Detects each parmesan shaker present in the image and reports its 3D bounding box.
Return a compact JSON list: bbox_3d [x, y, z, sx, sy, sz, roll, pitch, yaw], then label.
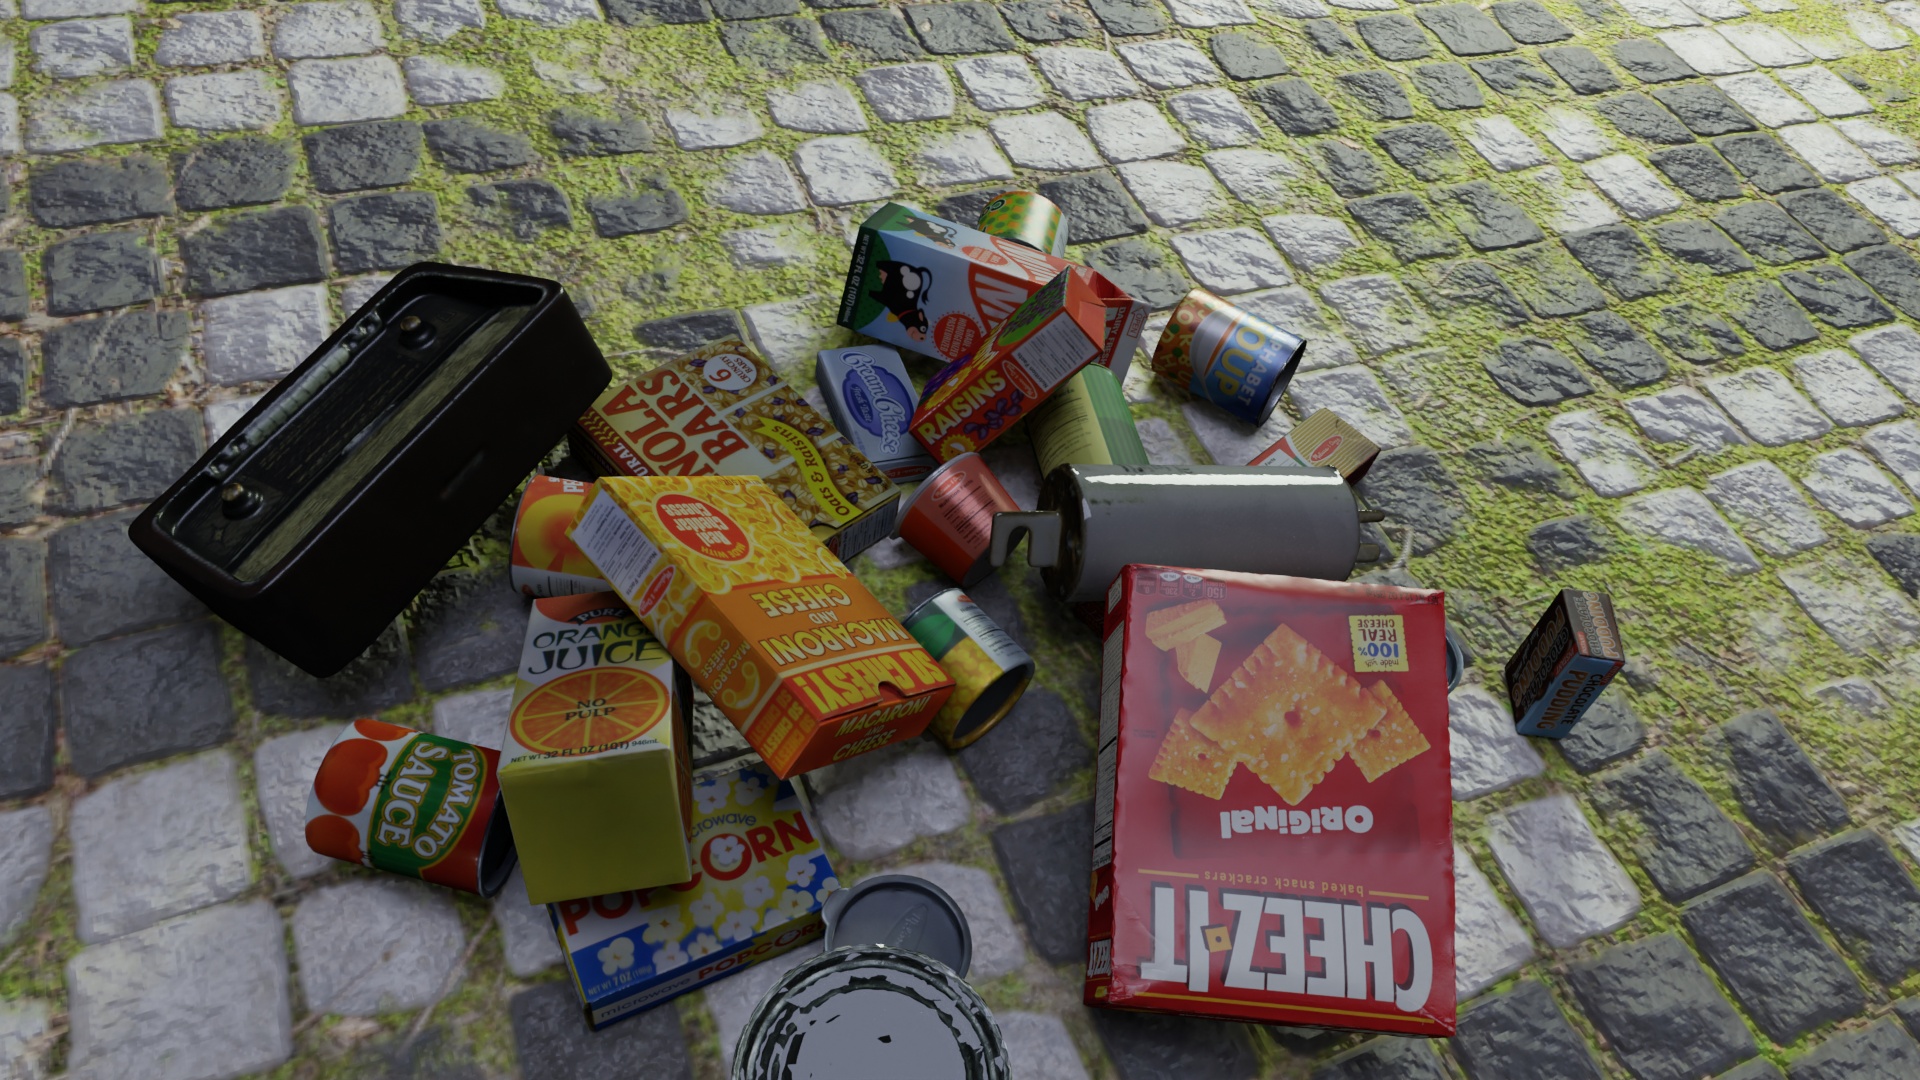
[{"bbox_3d":[0.078,-0.050,0.855,0.071,0.071,0.103,-2,48,-13],"label":"parmesan shaker"}]

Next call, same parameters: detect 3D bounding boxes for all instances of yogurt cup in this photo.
[{"bbox_3d":[0.003,-0.010,0.812,0.073,0.072,0.054,-35,73,-32],"label":"yogurt cup"}]

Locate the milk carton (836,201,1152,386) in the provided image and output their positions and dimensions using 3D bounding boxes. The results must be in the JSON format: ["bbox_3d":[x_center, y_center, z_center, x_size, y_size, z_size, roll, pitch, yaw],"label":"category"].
[{"bbox_3d":[0.024,-0.154,0.913,0.191,0.072,0.074,20,28,3],"label":"milk carton"}]

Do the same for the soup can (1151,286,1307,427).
[{"bbox_3d":[0.180,-0.125,0.935,0.084,0.071,0.072,30,52,14],"label":"soup can"}]

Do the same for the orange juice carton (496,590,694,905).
[{"bbox_3d":[-0.169,0.080,0.670,0.072,0.072,0.193,-7,27,-7],"label":"orange juice carton"}]

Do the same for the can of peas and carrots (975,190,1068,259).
[{"bbox_3d":[0.037,-0.203,0.973,0.071,0.070,0.059,14,49,0],"label":"can of peas and carrots"}]

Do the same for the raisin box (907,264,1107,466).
[{"bbox_3d":[0.030,-0.104,0.843,0.040,0.123,0.086,47,23,-17],"label":"raisin box"}]

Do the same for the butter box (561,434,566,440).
[{"bbox_3d":[-0.271,-0.069,0.831,0.053,0.024,0.104,31,52,13],"label":"butter box"}]

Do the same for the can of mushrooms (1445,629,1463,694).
[{"bbox_3d":[0.256,0.075,0.810,0.071,0.033,0.071,6,50,-7],"label":"can of mushrooms"}]

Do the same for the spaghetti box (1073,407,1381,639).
[{"bbox_3d":[0.170,-0.008,0.865,0.251,0.028,0.050,-34,64,-32],"label":"spaghetti box"}]

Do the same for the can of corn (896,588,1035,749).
[{"bbox_3d":[-0.004,0.071,0.744,0.071,0.070,0.058,-33,64,-31],"label":"can of corn"}]

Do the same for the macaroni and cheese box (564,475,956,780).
[{"bbox_3d":[-0.095,0.034,0.683,0.167,0.040,0.124,44,22,20],"label":"macaroni and cheese box"}]

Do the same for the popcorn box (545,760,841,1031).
[{"bbox_3d":[-0.129,0.164,0.659,0.127,0.038,0.085,-17,55,-23],"label":"popcorn box"}]

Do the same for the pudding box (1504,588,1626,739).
[{"bbox_3d":[0.346,0.072,0.799,0.030,0.083,0.050,7,51,-1],"label":"pudding box"}]

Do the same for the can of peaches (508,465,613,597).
[{"bbox_3d":[-0.208,-0.002,0.760,0.058,0.070,0.071,10,50,-4],"label":"can of peaches"}]

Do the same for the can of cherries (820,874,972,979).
[{"bbox_3d":[-0.033,0.195,0.640,0.071,0.058,0.072,5,51,-6],"label":"can of cherries"}]

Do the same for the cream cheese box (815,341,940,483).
[{"bbox_3d":[-0.053,-0.082,0.884,0.053,0.024,0.104,-10,54,-20],"label":"cream cheese box"}]

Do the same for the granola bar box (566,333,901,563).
[{"bbox_3d":[-0.135,-0.041,0.825,0.125,0.038,0.166,-33,63,-31],"label":"granola bar box"}]

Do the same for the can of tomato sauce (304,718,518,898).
[{"bbox_3d":[-0.250,0.123,0.648,0.083,0.070,0.071,14,50,1],"label":"can of tomato sauce"}]
